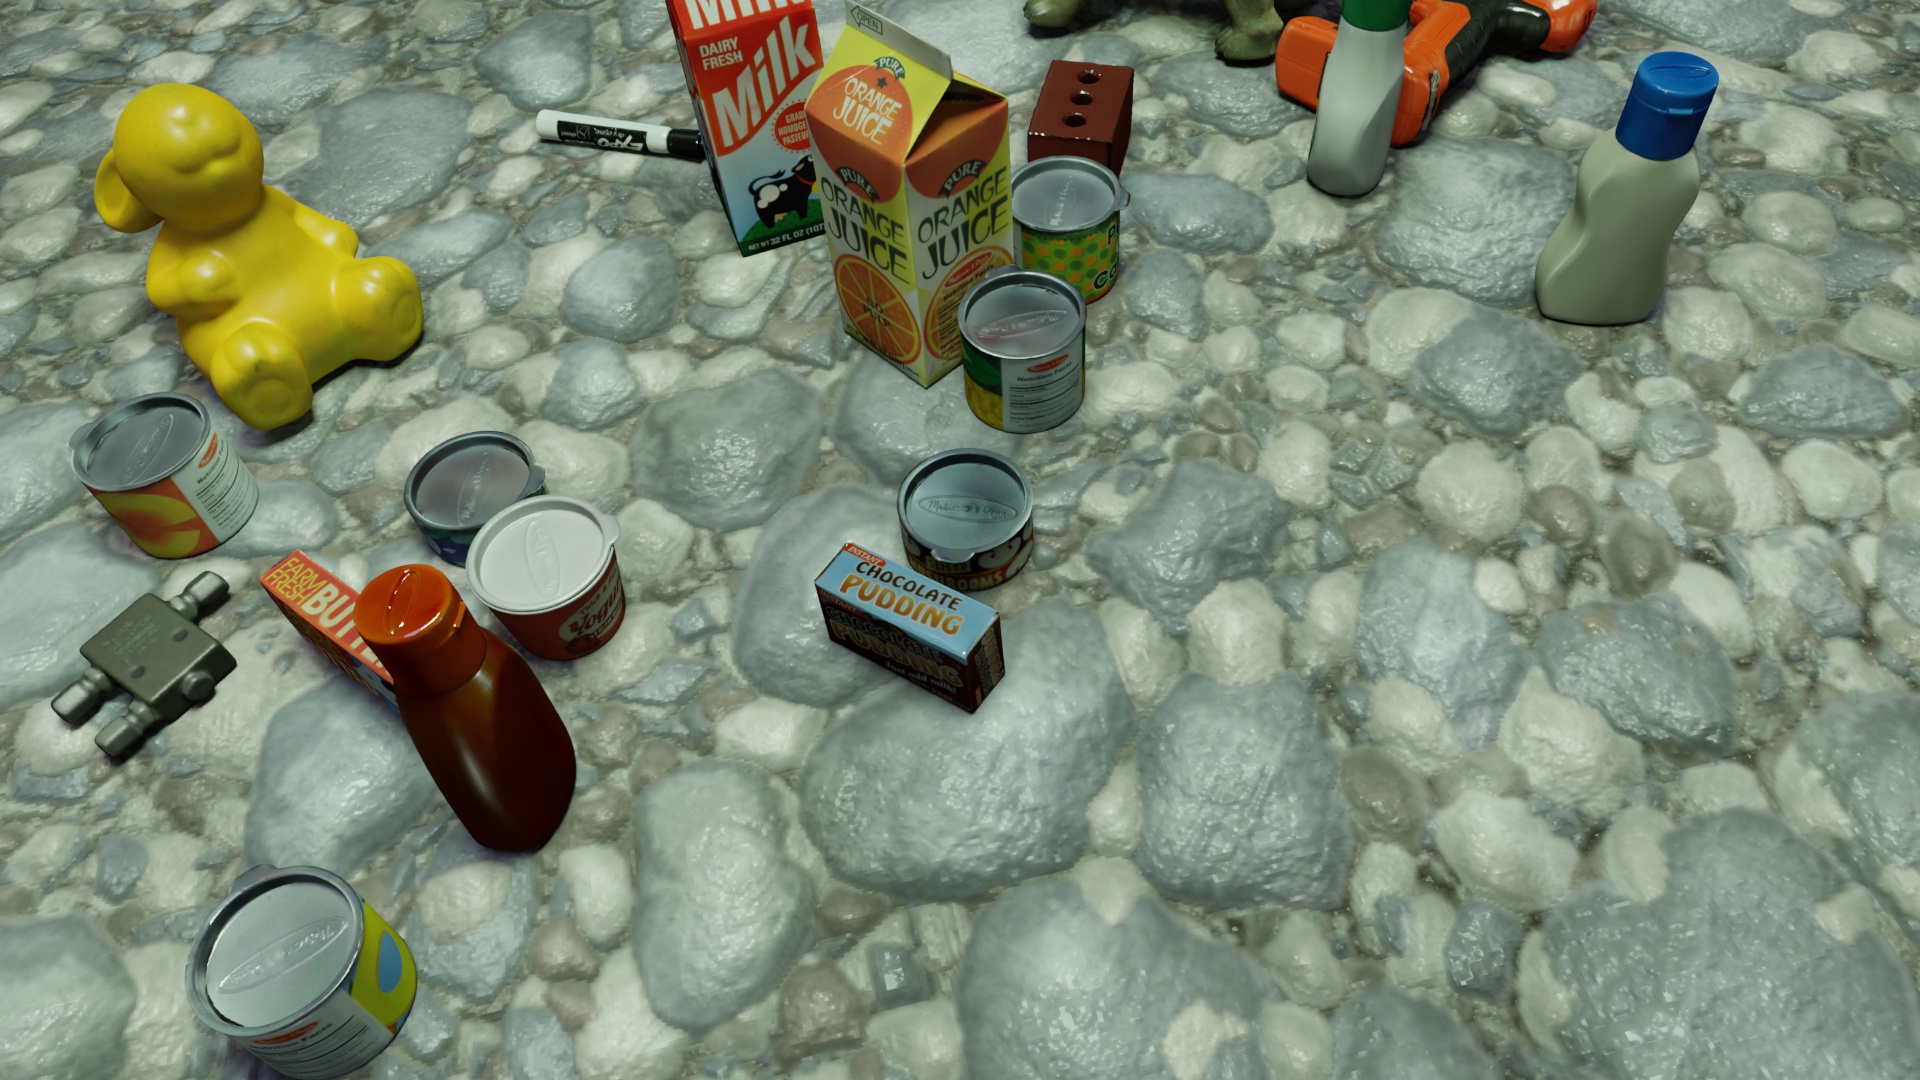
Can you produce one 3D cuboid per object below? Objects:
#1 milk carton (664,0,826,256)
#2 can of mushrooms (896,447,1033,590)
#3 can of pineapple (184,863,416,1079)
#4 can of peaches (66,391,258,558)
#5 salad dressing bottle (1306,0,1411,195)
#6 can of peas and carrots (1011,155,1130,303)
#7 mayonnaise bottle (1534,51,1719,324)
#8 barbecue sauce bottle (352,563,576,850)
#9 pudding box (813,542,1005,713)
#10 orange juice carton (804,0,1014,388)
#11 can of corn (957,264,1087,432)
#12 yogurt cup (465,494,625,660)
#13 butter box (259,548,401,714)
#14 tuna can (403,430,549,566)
[{"bbox_3d":[-0.118,-0.263,0.786,0.072,0.189,0.074,-18,53,-9],"label":"milk carton"},{"bbox_3d":[0.002,-0.009,0.678,0.071,0.033,0.071,-2,52,3],"label":"can of mushrooms"},{"bbox_3d":[-0.256,0.168,0.544,0.071,0.057,0.071,-2,52,3],"label":"can of pineapple"},{"bbox_3d":[-0.408,-0.033,0.712,0.071,0.057,0.071,-2,52,3],"label":"can of peaches"},{"bbox_3d":[0.230,-0.268,0.791,0.044,0.147,0.064,26,58,22],"label":"salad dressing bottle"},{"bbox_3d":[0.060,-0.174,0.787,0.071,0.058,0.071,-2,52,3],"label":"can of peas and carrots"},{"bbox_3d":[0.343,-0.176,0.711,0.065,0.147,0.041,3,53,7],"label":"mayonnaise bottle"},{"bbox_3d":[-0.198,0.067,0.562,0.044,0.147,0.065,-1,52,4],"label":"barbecue sauce bottle"},{"bbox_3d":[-0.022,0.039,0.633,0.084,0.049,0.030,25,58,22],"label":"pudding box"},{"bbox_3d":[-0.023,-0.179,0.712,0.073,0.191,0.072,-39,59,-23],"label":"orange juice carton"},{"bbox_3d":[0.033,-0.101,0.732,0.071,0.058,0.071,-2,52,3],"label":"can of corn"},{"bbox_3d":[-0.192,0.020,0.657,0.072,0.053,0.073,-2,52,3],"label":"yogurt cup"},{"bbox_3d":[-0.275,0.048,0.642,0.103,0.052,0.024,29,60,24],"label":"butter box"},{"bbox_3d":[-0.242,-0.021,0.706,0.071,0.032,0.071,-2,52,3],"label":"tuna can"}]
